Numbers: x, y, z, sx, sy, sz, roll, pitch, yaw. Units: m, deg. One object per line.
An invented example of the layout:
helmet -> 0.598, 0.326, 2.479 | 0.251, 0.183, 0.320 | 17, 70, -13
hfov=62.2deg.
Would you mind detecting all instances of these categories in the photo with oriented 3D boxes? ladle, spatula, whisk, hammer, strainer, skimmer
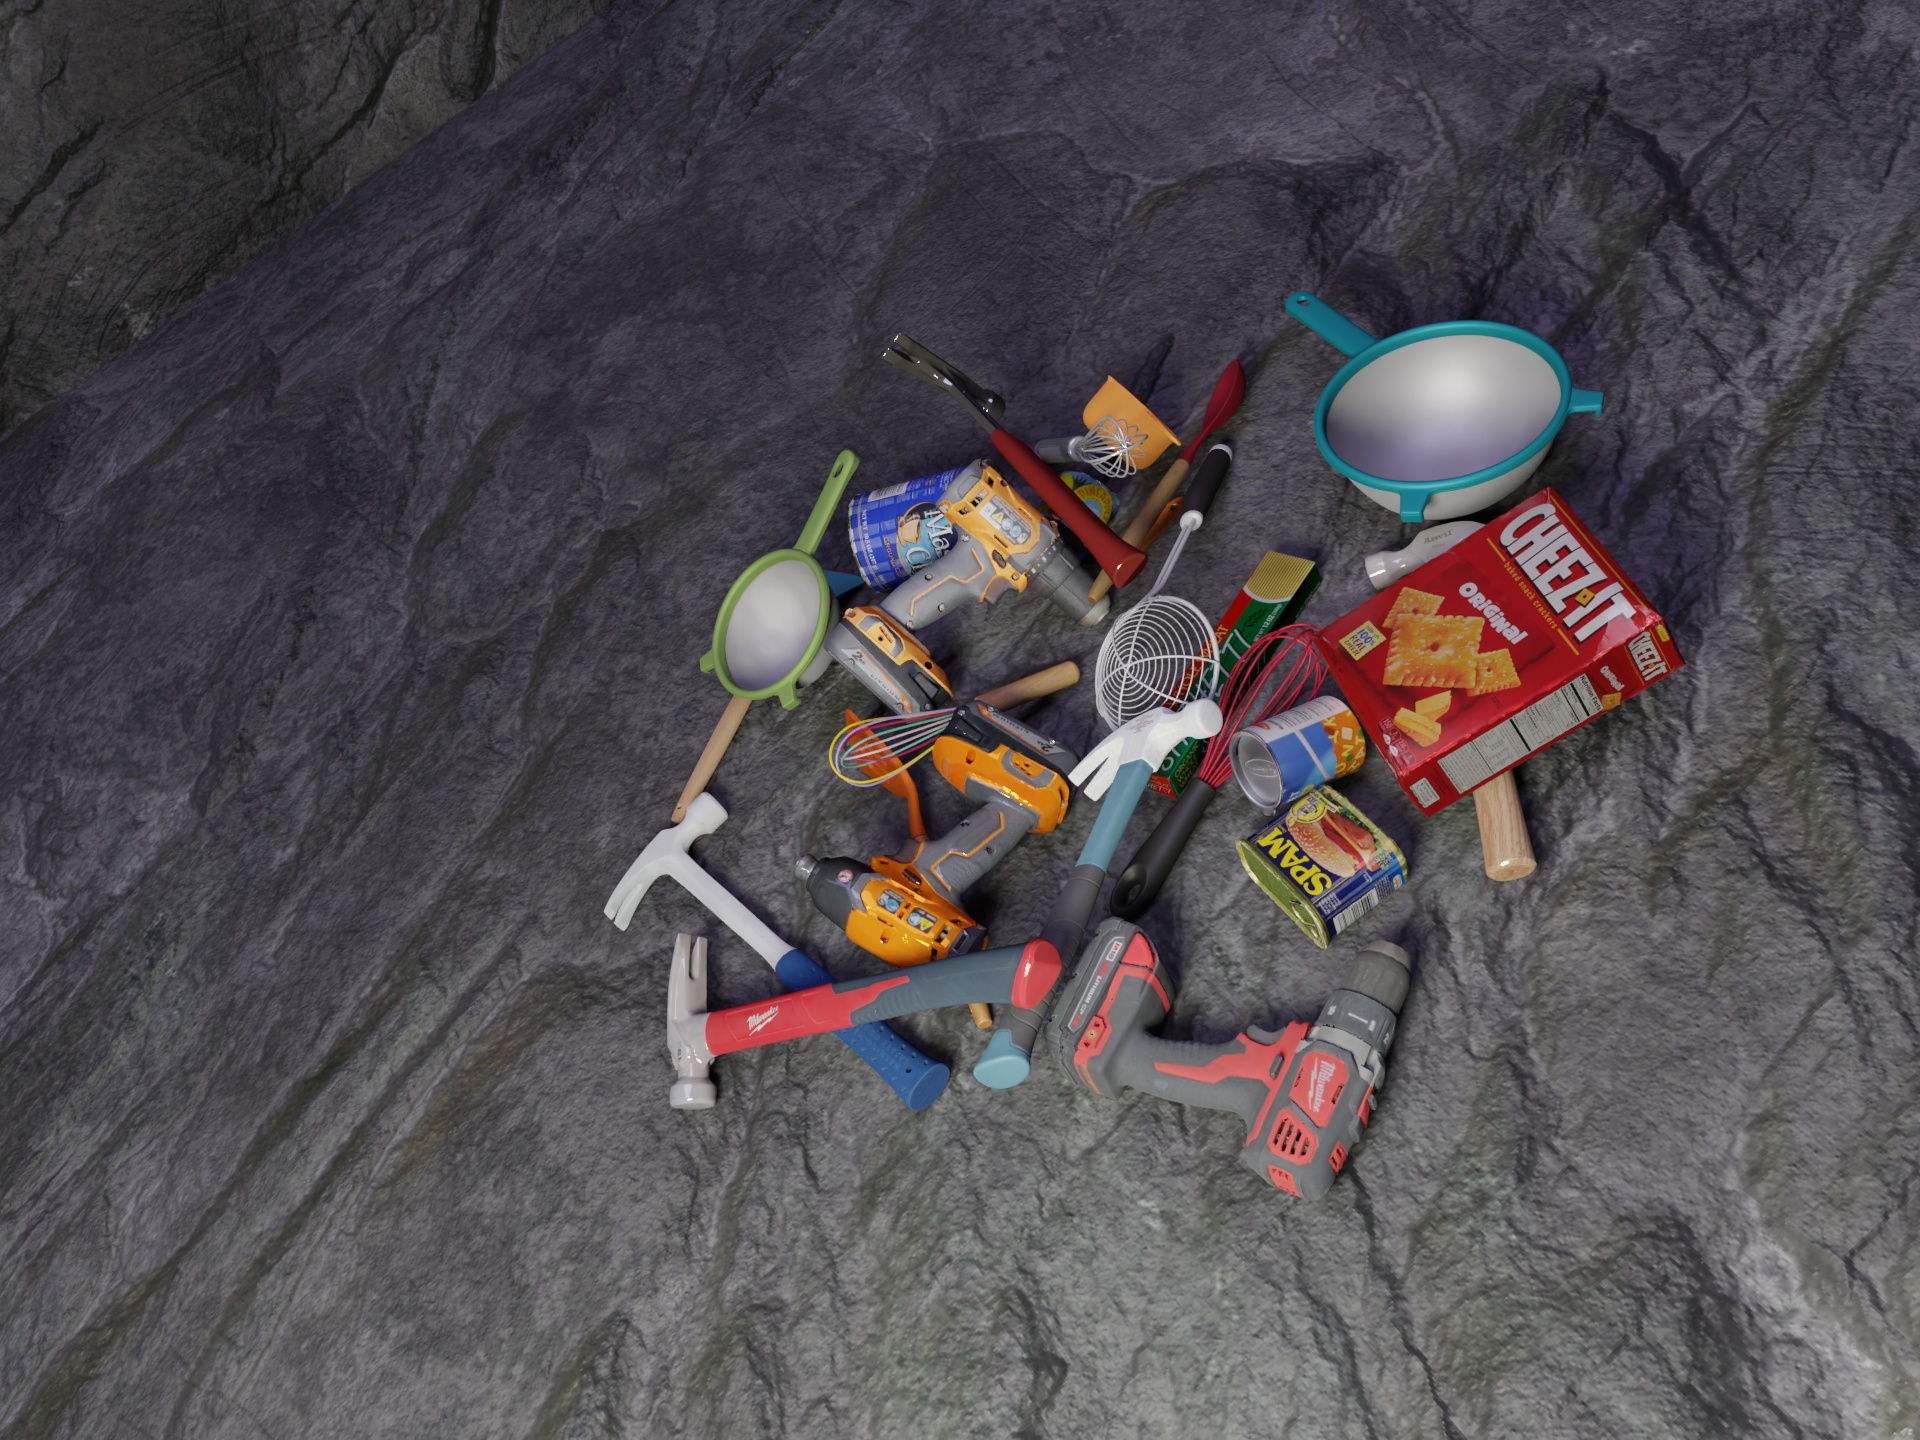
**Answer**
ladle -> 0.196, -0.223, 1.487 | 0.031, 0.069, 0.315 | 35, 63, -1
spatula -> -0.036, 0.123, 1.340 | 0.041, 0.081, 0.323 | -16, 51, -8
whisk -> 0.115, -0.257, 1.508 | 0.059, 0.057, 0.246 | -27, 14, -10
whisk -> -0.003, -0.006, 1.380 | 0.245, 0.051, 0.047 | -22, 53, -22
spatula -> -0.200, -0.031, 1.567 | 0.082, 0.044, 0.318 | 12, 65, 32
hammer -> 0.057, -0.235, 1.446 | 0.036, 0.149, 0.359 | -52, 46, 16
hammer -> -0.157, 0.203, 1.344 | 0.144, 0.035, 0.406 | -46, 48, -13
hammer -> 0.402, -0.025, 1.238 | 0.130, 0.031, 0.332 | -21, 48, 27
hammer -> 0.092, 0.124, 1.184 | 0.128, 0.033, 0.331 | -19, 36, 51
strainer -> 0.394, -0.280, 1.418 | 0.211, 0.095, 0.341 | -31, 44, -2
strainer -> -0.141, -0.131, 1.521 | 0.152, 0.069, 0.256 | 21, 86, 43
whisk -> 0.207, 0.038, 1.282 | 0.073, 0.073, 0.296 | 26, 75, 39
skimmer -> 0.205, -0.122, 1.401 | 0.127, 0.090, 0.363 | -28, 23, 40
hammer -> -0.087, 0.200, 1.207 | 0.386, 0.038, 0.143 | -19, 63, 37

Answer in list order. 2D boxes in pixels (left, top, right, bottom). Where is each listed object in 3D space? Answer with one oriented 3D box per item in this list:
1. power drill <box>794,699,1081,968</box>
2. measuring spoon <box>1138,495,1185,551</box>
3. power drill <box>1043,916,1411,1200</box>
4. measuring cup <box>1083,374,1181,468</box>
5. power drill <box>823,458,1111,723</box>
power drill -> -0.018, 0.094, 1.286 | 0.164, 0.084, 0.226 | 28, 59, 13
measuring spoon -> 0.177, -0.170, 1.498 | 0.021, 0.011, 0.117 | 25, 64, 40
power drill -> 0.195, 0.215, 1.130 | 0.227, 0.080, 0.188 | 17, 63, 33
measuring cup -> 0.167, -0.268, 1.504 | 0.052, 0.095, 0.174 | -47, 22, 12
power drill -> 0.010, -0.097, 1.443 | 0.226, 0.185, 0.084 | -48, 3, -4
